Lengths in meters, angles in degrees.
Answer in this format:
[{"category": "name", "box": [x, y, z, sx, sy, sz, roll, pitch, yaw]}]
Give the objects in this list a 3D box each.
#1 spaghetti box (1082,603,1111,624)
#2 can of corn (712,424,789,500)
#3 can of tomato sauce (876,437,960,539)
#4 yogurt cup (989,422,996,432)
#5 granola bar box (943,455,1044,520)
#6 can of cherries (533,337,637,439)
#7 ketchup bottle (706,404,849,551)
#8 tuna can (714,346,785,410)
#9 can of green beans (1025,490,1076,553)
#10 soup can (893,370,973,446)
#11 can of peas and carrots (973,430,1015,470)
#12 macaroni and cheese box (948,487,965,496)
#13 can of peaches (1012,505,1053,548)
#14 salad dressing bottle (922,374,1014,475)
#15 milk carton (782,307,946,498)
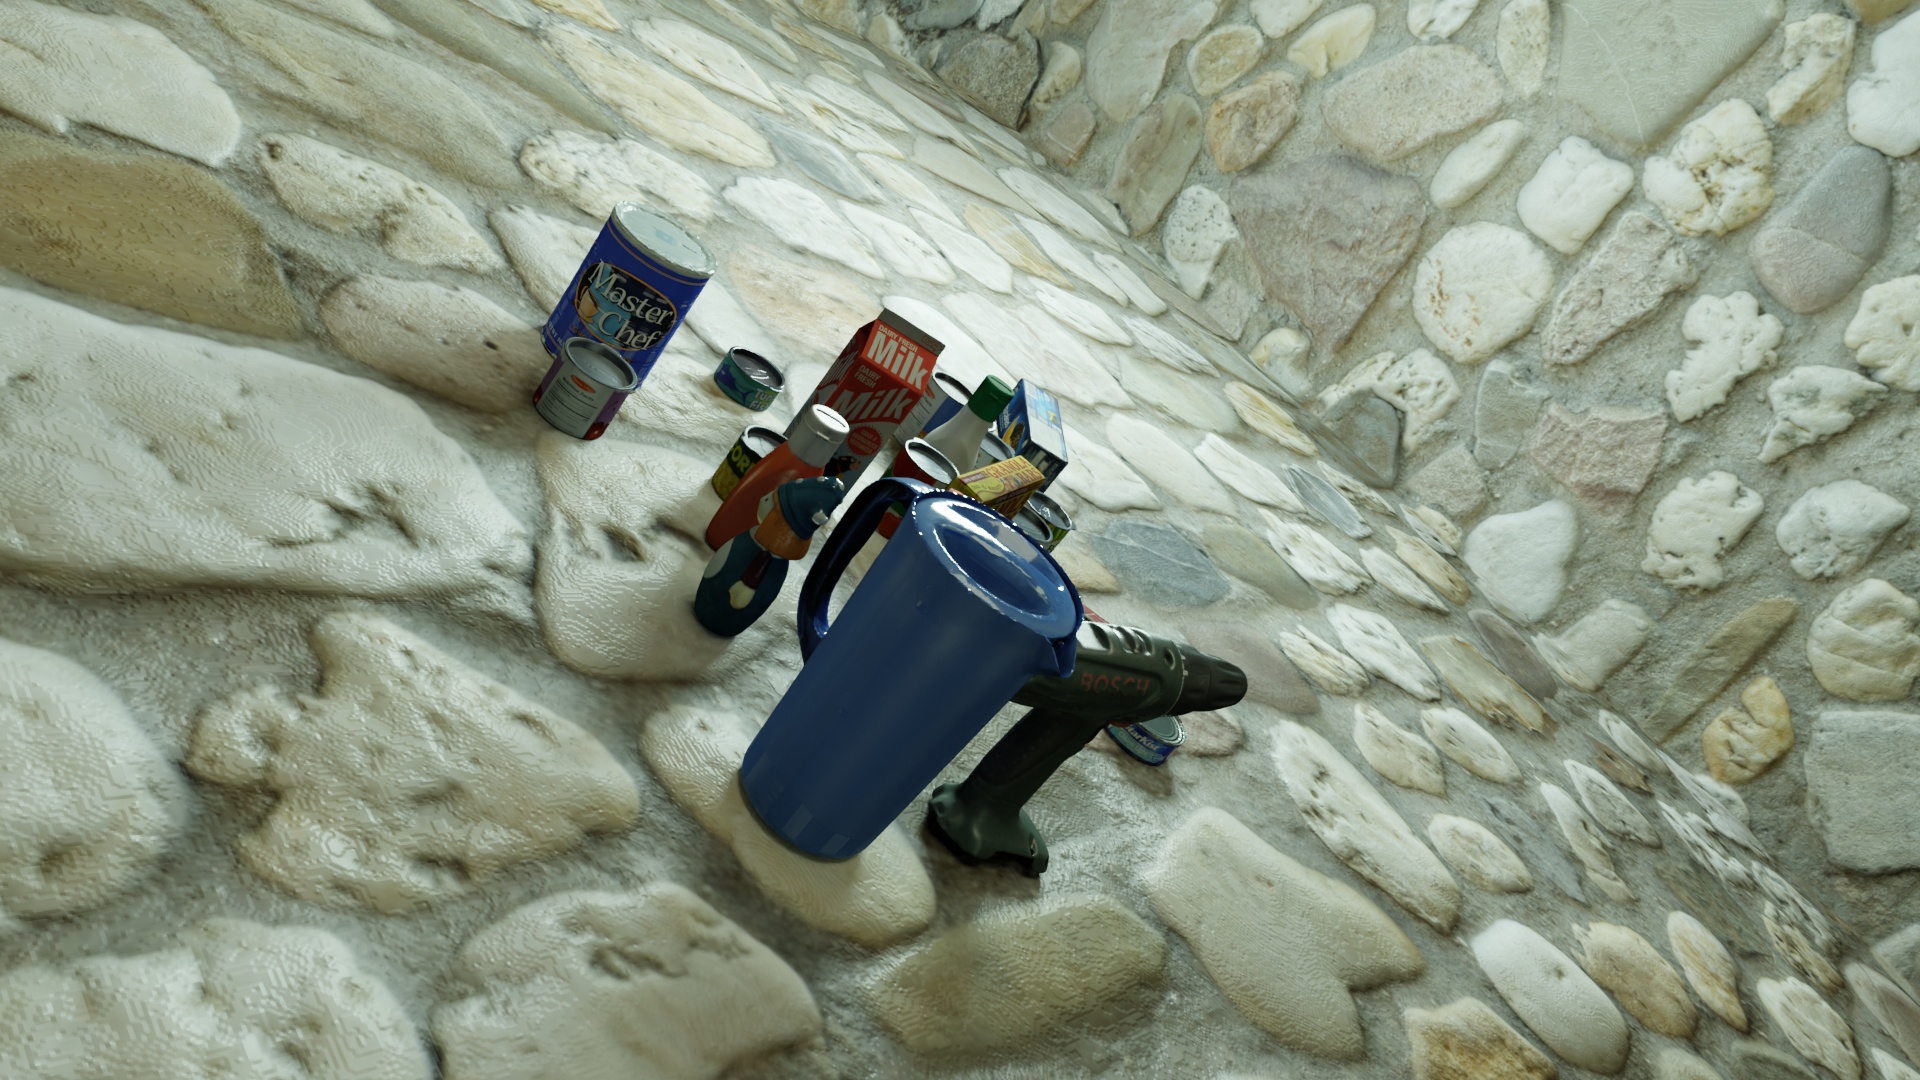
[{"category": "spaghetti box", "box": [0.118, 0.092, 1.399, 0.250, 0.050, 0.029, 36, 22, -5]}, {"category": "can of corn", "box": [-0.180, -0.061, 1.233, 0.071, 0.058, 0.071, 32, 23, -15]}, {"category": "can of tomato sauce", "box": [-0.051, -0.049, 1.371, 0.071, 0.082, 0.071, 32, 23, -15]}, {"category": "yogurt cup", "box": [0.000, -0.132, 1.640, 0.072, 0.053, 0.073, 32, 23, -15]}, {"category": "granola bar box", "box": [0.005, -0.017, 1.341, 0.039, 0.123, 0.166, 43, 23, 11]}, {"category": "can of cherries", "box": [-0.313, -0.127, 1.162, 0.071, 0.058, 0.072, 32, 23, -15]}, {"category": "ketchup bottle", "box": [-0.146, -0.044, 1.137, 0.064, 0.148, 0.044, 32, 23, -16]}, {"category": "tuna can", "box": [-0.213, -0.162, 1.409, 0.071, 0.032, 0.071, 32, 24, -15]}, {"category": "can of green beans", "box": [0.081, -0.014, 1.534, 0.071, 0.057, 0.071, 32, 23, -15]}, {"category": "soup can", "box": [-0.026, -0.140, 1.577, 0.071, 0.083, 0.072, 32, 23, -15]}, {"category": "can of peas and carrots", "box": [0.021, -0.089, 1.584, 0.071, 0.058, 0.071, 32, 23, -15]}, {"category": "macaroni and cheese box", "box": [-0.049, 0.049, 1.083, 0.040, 0.166, 0.124, 36, 23, -7]}, {"category": "can of peaches", "box": [0.054, -0.002, 1.471, 0.071, 0.058, 0.071, 32, 23, -15]}, {"category": "salad dressing bottle", "box": [0.001, -0.109, 1.478, 0.064, 0.147, 0.044, 36, 22, -5]}, {"category": "milk carton", "box": [-0.096, -0.130, 1.318, 0.072, 0.190, 0.074, 30, 24, -20]}]
